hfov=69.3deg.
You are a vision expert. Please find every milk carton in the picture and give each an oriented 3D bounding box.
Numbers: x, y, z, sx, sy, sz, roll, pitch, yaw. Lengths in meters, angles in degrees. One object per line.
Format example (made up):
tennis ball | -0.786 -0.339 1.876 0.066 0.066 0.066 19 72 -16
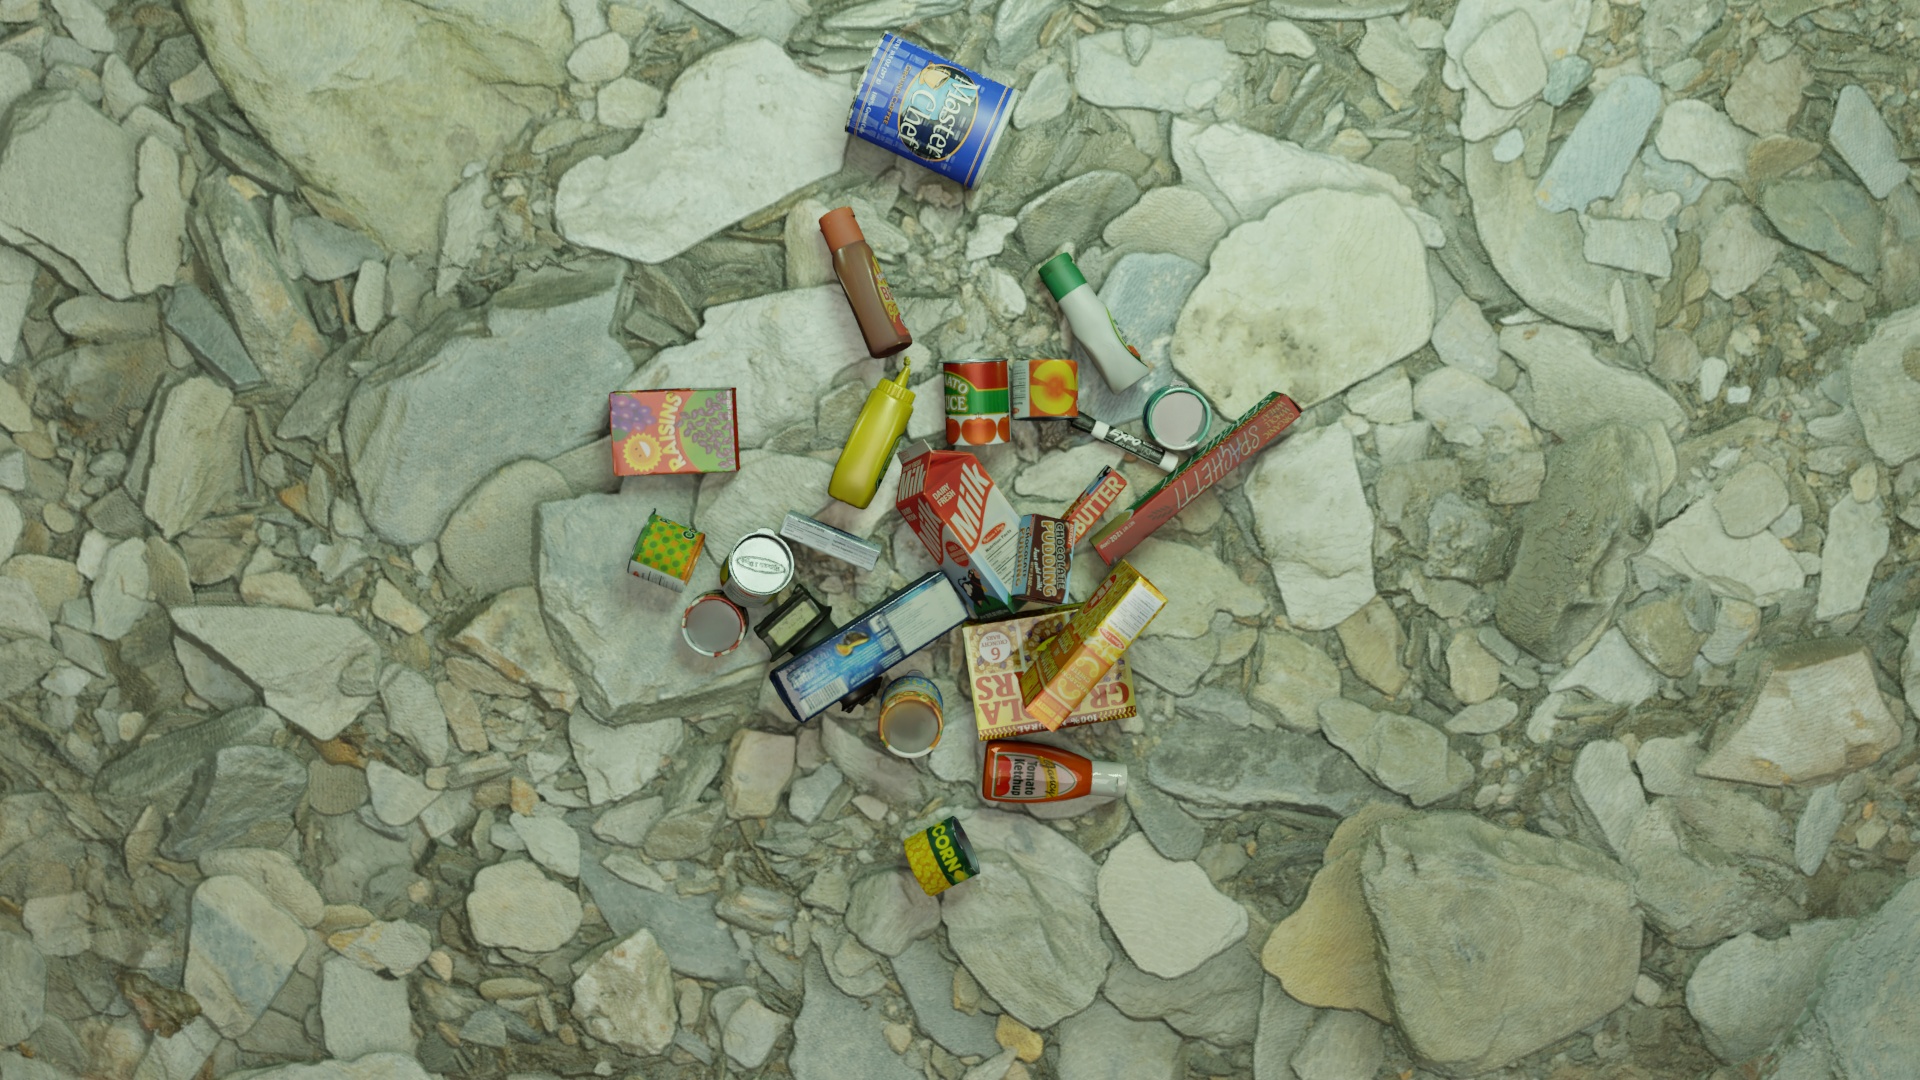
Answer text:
milk carton | 0.005 -0.017 1.390 0.074 0.072 0.190 -40 99 -27

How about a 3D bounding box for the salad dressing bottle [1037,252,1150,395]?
salad dressing bottle | 0.132 -0.217 1.385 0.044 0.064 0.147 -33 90 13

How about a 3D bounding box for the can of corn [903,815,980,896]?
can of corn | -0.020 0.330 1.451 0.058 0.071 0.071 -27 98 3

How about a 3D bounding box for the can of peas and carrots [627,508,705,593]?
can of peas and carrots | -0.295 0.011 1.401 0.059 0.071 0.071 22 97 -5

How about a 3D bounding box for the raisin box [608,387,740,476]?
raisin box | -0.287 -0.110 1.397 0.123 0.040 0.086 -2 99 -3

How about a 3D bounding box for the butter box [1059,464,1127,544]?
butter box | 0.126 -0.030 1.413 0.024 0.053 0.103 40 95 -5

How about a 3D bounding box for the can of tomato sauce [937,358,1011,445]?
can of tomato sauce | 0.015 -0.139 1.387 0.071 0.071 0.083 -3 99 -1

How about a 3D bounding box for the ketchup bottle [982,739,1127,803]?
ketchup bottle | 0.099 0.246 1.457 0.149 0.043 0.064 5 98 -3

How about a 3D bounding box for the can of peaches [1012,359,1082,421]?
can of peaches | 0.087 -0.150 1.387 0.071 0.071 0.058 -2 92 -1

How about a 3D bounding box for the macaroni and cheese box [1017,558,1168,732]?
macaroni and cheese box | 0.127 0.100 1.356 0.040 0.124 0.166 39 95 -5

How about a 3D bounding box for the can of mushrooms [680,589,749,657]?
can of mushrooms | -0.251 0.084 1.428 0.071 0.033 0.071 0 98 -1

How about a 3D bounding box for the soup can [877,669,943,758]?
soup can | -0.050 0.177 1.422 0.071 0.084 0.071 0 98 -1

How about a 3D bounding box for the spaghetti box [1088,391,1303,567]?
spaghetti box | 0.238 -0.064 1.413 0.250 0.050 0.028 -39 99 4

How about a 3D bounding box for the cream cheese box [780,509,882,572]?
cream cheese box | -0.131 0.000 1.410 0.104 0.053 0.024 22 96 -5

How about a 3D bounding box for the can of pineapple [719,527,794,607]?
can of pineapple | -0.205 0.029 1.399 0.071 0.057 0.071 6 72 -19

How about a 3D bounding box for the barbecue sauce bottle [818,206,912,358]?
barbecue sauce bottle | -0.096 -0.255 1.372 0.043 0.065 0.148 -23 89 10

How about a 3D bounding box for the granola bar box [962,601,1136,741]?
granola bar box | 0.091 0.133 1.442 0.166 0.039 0.124 -9 97 -1

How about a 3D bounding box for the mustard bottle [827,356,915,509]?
mustard bottle | -0.082 -0.110 1.392 0.049 0.065 0.160 25 93 -1

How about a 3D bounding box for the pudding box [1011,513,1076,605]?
pudding box | 0.082 0.019 1.360 0.050 0.030 0.084 13 79 -25

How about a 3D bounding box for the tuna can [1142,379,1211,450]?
tuna can | 0.221 -0.127 1.412 0.071 0.033 0.071 0 99 -2
